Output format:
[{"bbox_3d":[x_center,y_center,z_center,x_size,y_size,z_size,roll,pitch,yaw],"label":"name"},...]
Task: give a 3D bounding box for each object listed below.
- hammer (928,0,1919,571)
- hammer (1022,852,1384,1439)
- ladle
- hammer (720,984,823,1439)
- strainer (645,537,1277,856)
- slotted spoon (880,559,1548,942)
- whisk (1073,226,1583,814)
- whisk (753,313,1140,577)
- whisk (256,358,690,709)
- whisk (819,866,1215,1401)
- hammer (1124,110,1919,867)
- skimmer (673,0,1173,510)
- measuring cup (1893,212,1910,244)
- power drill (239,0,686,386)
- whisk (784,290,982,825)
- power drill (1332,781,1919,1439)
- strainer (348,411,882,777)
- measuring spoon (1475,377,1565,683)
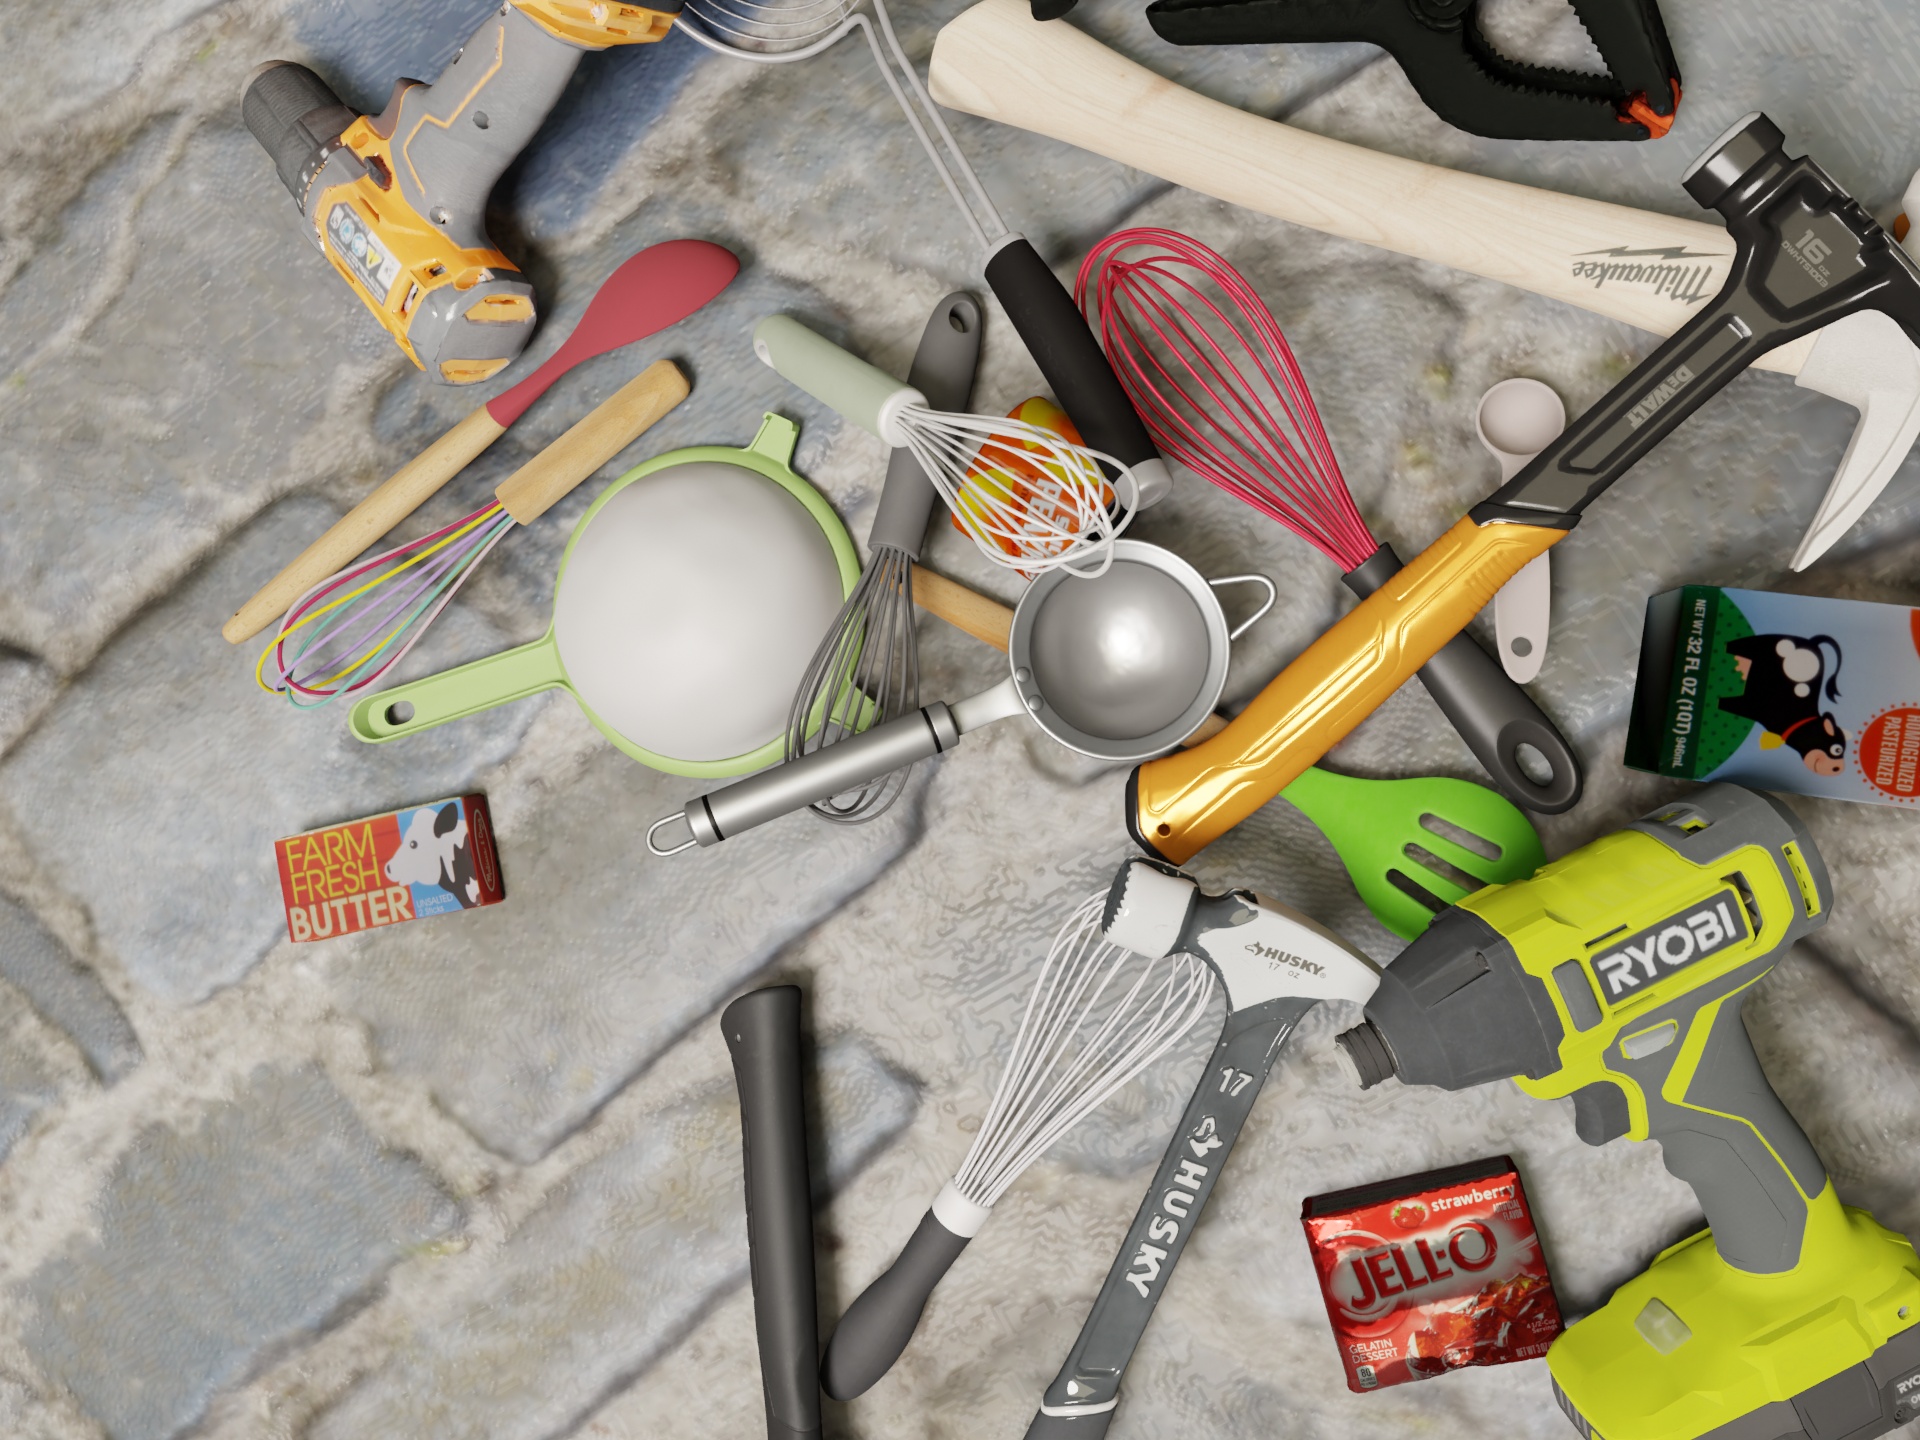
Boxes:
[{"bbox_3d":[0.168,-0.195,0.627,0.411,0.038,0.146,24,105,18],"label":"hammer"},{"bbox_3d":[0.060,0.258,0.639,0.149,0.036,0.409,20,104,-3],"label":"hammer"},{"bbox_3d":[-0.232,-0.126,0.736,0.315,0.069,0.031,-34,124,16],"label":"ladle"},{"bbox_3d":[-0.069,0.282,0.675,0.146,0.035,0.335,-14,78,51],"label":"hammer"},{"bbox_3d":[-0.001,-0.002,0.617,0.258,0.050,0.087,-22,87,-5],"label":"strainer"},{"bbox_3d":[0.097,0.004,0.666,0.314,0.031,0.070,29,100,13],"label":"slotted spoon"},{"bbox_3d":[0.149,-0.079,0.641,0.073,0.073,0.296,-40,88,10],"label":"whisk"},{"bbox_3d":[-0.017,-0.118,0.631,0.059,0.057,0.247,-38,45,-13],"label":"whisk"},{"bbox_3d":[-0.224,-0.085,0.728,0.245,0.047,0.051,-37,40,6],"label":"whisk"},{"bbox_3d":[0.018,0.180,0.672,0.070,0.070,0.284,36,103,11],"label":"whisk"},{"bbox_3d":[0.195,-0.052,0.588,0.337,0.034,0.127,-43,86,21],"label":"hammer"},{"bbox_3d":[-0.032,-0.233,0.640,0.127,0.090,0.363,-45,67,45],"label":"skimmer"},{"bbox_3d":[0.390,-0.113,0.591,0.095,0.052,0.174,-18,61,2],"label":"measuring cup"},{"bbox_3d":[-0.226,-0.288,0.690,0.185,0.084,0.226,48,123,14],"label":"power drill"},{"bbox_3d":[-0.025,-0.072,0.670,0.055,0.055,0.239,11,79,13],"label":"whisk"},{"bbox_3d":[0.243,0.154,0.564,0.171,0.080,0.223,-26,101,-2],"label":"power drill"},{"bbox_3d":[-0.171,-0.034,0.706,0.256,0.069,0.151,-17,86,11],"label":"strainer"},{"bbox_3d":[0.222,-0.075,0.632,0.034,0.018,0.124,1,81,10],"label":"measuring spoon"}]
